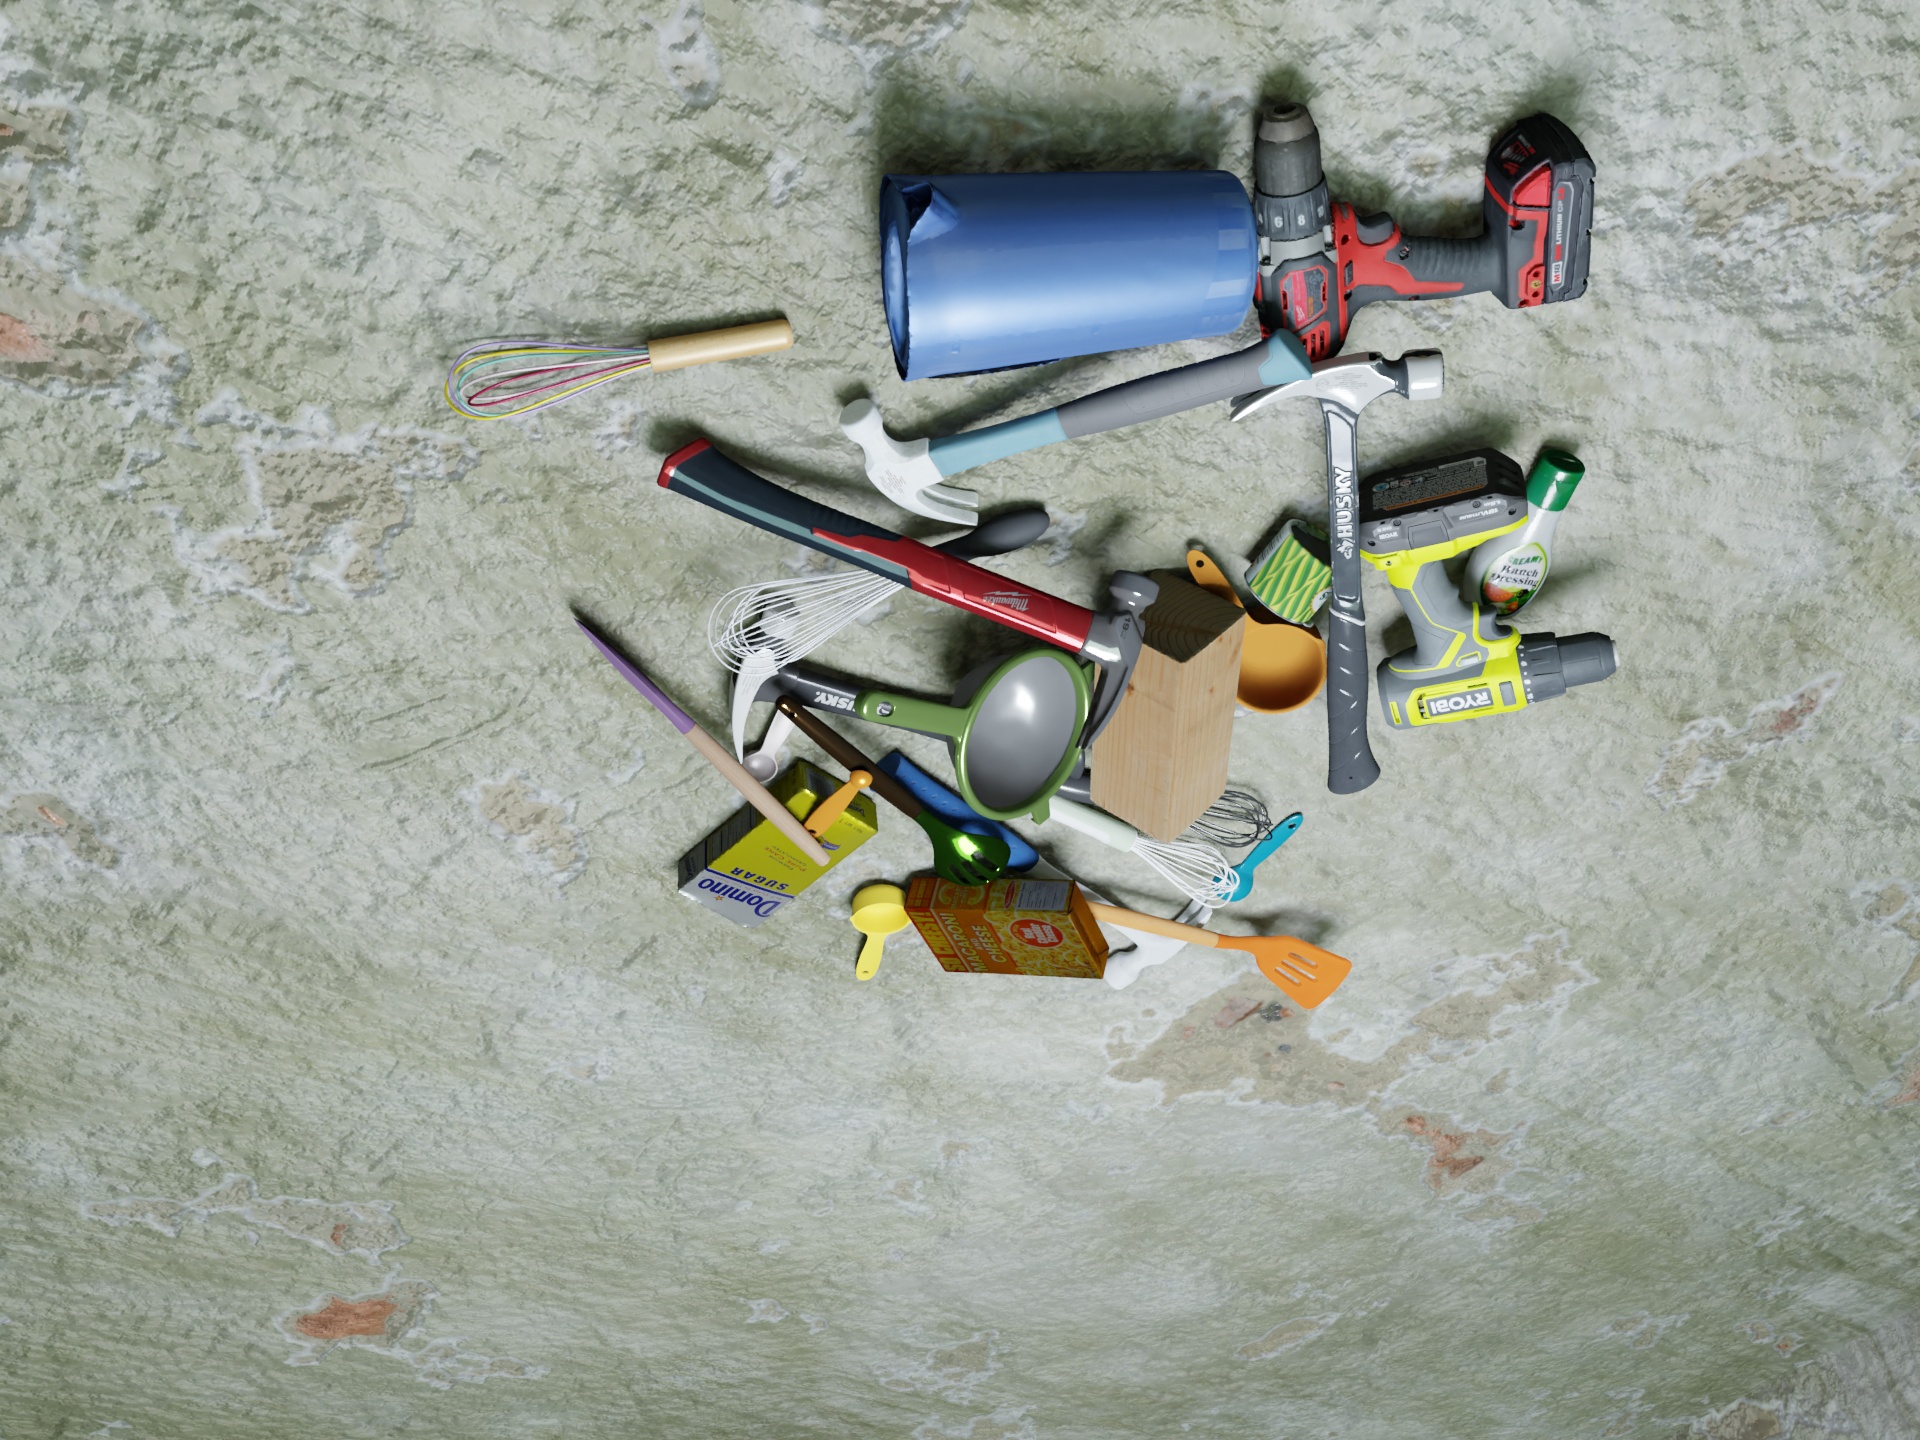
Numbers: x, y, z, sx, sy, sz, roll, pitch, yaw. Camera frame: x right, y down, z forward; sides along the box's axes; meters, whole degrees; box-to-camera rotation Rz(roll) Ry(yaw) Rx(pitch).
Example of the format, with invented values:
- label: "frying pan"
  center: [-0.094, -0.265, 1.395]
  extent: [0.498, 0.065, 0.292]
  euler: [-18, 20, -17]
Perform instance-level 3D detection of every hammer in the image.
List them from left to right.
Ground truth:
- label: "hammer"
  center: [-0.046, -0.105, 1.200]
  extent: [0.386, 0.038, 0.143]
  euler: [20, 87, -11]
- label: "hammer"
  center: [-0.039, 0.002, 1.371]
  extent: [0.334, 0.035, 0.146]
  euler: [15, 120, -23]
- label: "hammer"
  center: [0.077, 0.137, 1.519]
  extent: [0.144, 0.035, 0.405]
  euler: [-39, 126, 24]
- label: "hammer"
  center: [0.087, -0.220, 1.152]
  extent: [0.331, 0.033, 0.128]
  euler: [-13, 142, 19]
- label: "hammer"
  center: [0.297, -0.098, 1.244]
  extent: [0.149, 0.036, 0.408]
  euler: [-2, 130, 13]

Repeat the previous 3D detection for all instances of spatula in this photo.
- label: "spatula"
  center: [-0.212, 0.022, 1.332]
  extent: [0.018, 0.060, 0.315]
  euler: [-46, 119, -8]
- label: "spatula"
  center: [0.232, 0.218, 1.565]
  extent: [0.322, 0.041, 0.081]
  euler: [16, 129, -21]

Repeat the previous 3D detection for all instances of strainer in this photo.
- label: "strainer"
  center: [-0.002, -0.004, 1.287]
  extent: [0.256, 0.069, 0.151]
  euler: [11, 101, -45]

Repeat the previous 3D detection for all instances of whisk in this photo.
- label: "whisk"
  center: [-0.238, -0.247, 1.115]
  extent: [0.245, 0.047, 0.051]
  euler: [-11, 131, -4]
- label: "whisk"
  center: [-0.062, -0.110, 1.241]
  extent: [0.284, 0.070, 0.070]
  euler: [-22, 133, -7]
- label: "whisk"
  center: [0.166, 0.117, 1.511]
  extent: [0.246, 0.059, 0.058]
  euler: [25, 151, -23]
- label: "whisk"
  center: [0.184, 0.078, 1.478]
  extent: [0.239, 0.055, 0.055]
  euler: [12, 129, -15]

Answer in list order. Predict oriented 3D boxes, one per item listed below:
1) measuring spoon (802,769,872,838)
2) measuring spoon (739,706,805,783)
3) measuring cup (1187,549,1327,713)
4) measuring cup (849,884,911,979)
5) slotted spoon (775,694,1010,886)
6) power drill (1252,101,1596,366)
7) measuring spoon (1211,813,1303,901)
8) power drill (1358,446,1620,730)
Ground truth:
- label: "measuring spoon"
  center: [-0.109, 0.076, 1.369]
  extent: [0.021, 0.011, 0.117]
  euler: [25, 137, -19]
- label: "measuring spoon"
  center: [-0.157, 0.004, 1.378]
  extent: [0.034, 0.018, 0.124]
  euler: [19, 119, -25]
- label: "measuring cup"
  center: [0.241, -0.086, 1.341]
  extent: [0.095, 0.052, 0.173]
  euler: [-30, 112, 23]
- label: "measuring cup"
  center: [-0.086, 0.210, 1.572]
  extent: [0.062, 0.029, 0.156]
  euler: [3, 143, -11]
- label: "slotted spoon"
  center: [-0.056, 0.067, 1.381]
  extent: [0.070, 0.031, 0.313]
  euler: [-32, 131, 19]
- label: "power drill"
  center: [0.309, -0.349, 1.094]
  extent: [0.226, 0.080, 0.187]
  euler: [-12, 132, 5]
- label: "measuring spoon"
  center: [0.296, 0.139, 1.565]
  extent: [0.042, 0.021, 0.128]
  euler: [21, 127, -26]
- label: "power drill"
  center: [0.420, -0.100, 1.291]
  extent: [0.190, 0.080, 0.228]
  euler: [-11, 125, 22]
